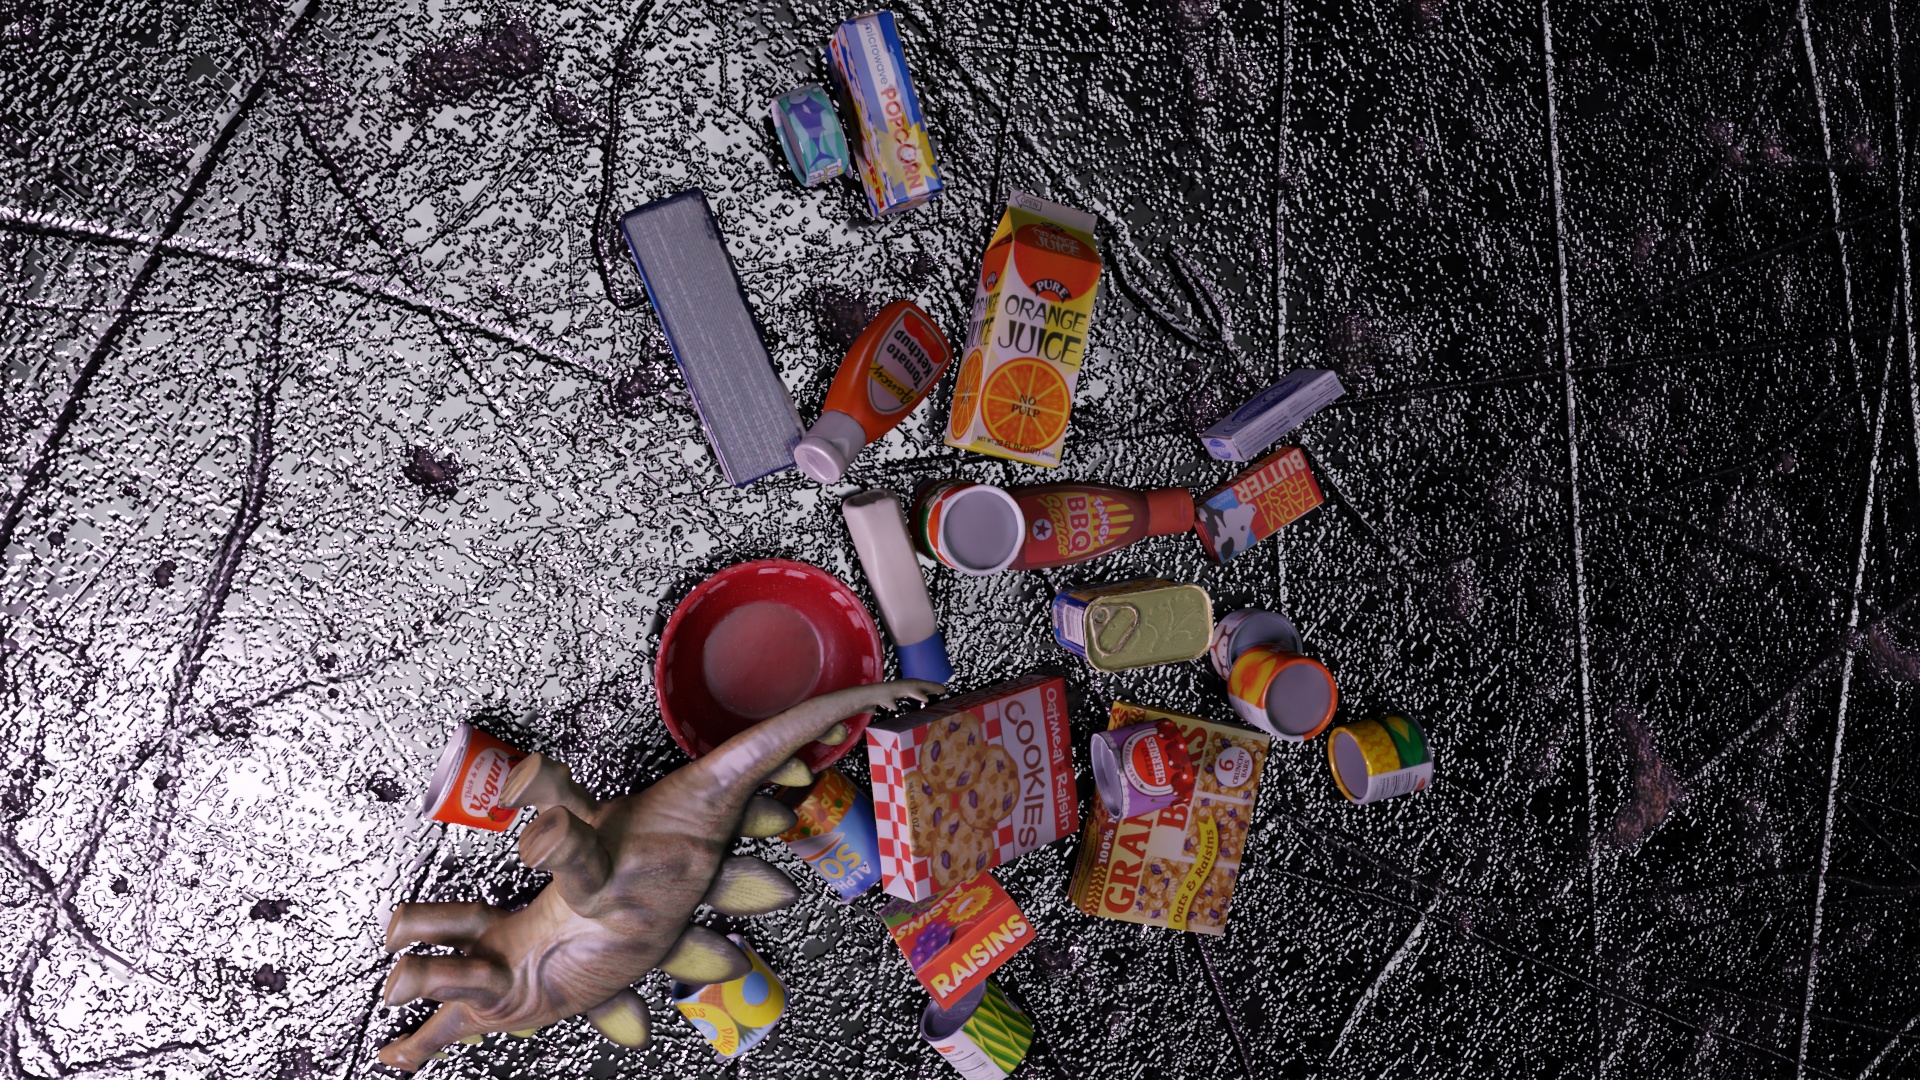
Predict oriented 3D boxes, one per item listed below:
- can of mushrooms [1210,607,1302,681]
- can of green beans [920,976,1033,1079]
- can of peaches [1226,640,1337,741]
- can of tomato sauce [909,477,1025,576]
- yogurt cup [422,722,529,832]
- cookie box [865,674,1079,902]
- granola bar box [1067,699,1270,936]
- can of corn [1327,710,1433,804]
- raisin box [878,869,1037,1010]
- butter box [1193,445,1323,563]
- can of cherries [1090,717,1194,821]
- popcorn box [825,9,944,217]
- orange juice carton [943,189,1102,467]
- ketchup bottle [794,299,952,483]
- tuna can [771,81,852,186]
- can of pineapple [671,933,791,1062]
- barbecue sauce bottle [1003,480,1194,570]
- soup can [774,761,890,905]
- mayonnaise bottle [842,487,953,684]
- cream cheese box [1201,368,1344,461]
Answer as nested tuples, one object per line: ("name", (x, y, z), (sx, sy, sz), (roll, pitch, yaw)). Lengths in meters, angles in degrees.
("can of mushrooms", (0.237, 0.090, 1.115), (0.071, 0.033, 0.071), (-1, 95, -16))
("can of green beans", (0.013, 0.371, 1.057), (0.071, 0.071, 0.057), (-44, 105, -8))
("can of peaches", (0.249, 0.115, 1.072), (0.071, 0.058, 0.071), (-2, 97, -15))
("can of tomato sauce", (0.004, -0.013, 1.015), (0.071, 0.083, 0.071), (-1, 96, -16))
("yogurt cup", (-0.327, 0.165, 0.947), (0.054, 0.072, 0.072), (26, 88, -24))
("cookie box", (0.014, 0.177, 1.021), (0.168, 0.040, 0.122), (-12, 99, -41))
("granola bar box", (0.165, 0.219, 1.101), (0.124, 0.039, 0.165), (13, 91, -15))
("can of corn", (0.341, 0.176, 1.136), (0.058, 0.071, 0.071), (-11, 98, -14))
("raisin box", (-0.004, 0.279, 1.015), (0.086, 0.123, 0.040), (-36, 104, -9))
("butter box", (0.235, -0.029, 1.110), (0.104, 0.024, 0.053), (-30, 102, -11))
("can of cherries", (0.135, 0.169, 1.032), (0.058, 0.071, 0.071), (-11, 98, -11))
("popcorn box", (-0.055, -0.297, 0.975), (0.038, 0.085, 0.126), (-19, 100, -12))
("orange juice carton", (0.049, -0.155, 1.022), (0.072, 0.073, 0.192), (12, 91, -16))
("ketchup bottle", (-0.064, -0.102, 0.978), (0.064, 0.043, 0.149), (49, 53, -22))
("tuna can", (-0.104, -0.281, 0.972), (0.033, 0.071, 0.071), (-24, 101, -11))
("can of pineapple", (-0.166, 0.329, 1.002), (0.071, 0.071, 0.058), (-40, 103, -9))
("barbecue sauce bottle", (0.104, -0.016, 1.064), (0.149, 0.043, 0.064), (-7, 96, -15))
("soup can", (-0.093, 0.211, 1.013), (0.071, 0.071, 0.083), (-46, 104, -7))
("mayonnaise bottle", (-0.044, 0.037, 1.019), (0.041, 0.065, 0.147), (-21, 104, -10))
("cream cheese box", (0.245, -0.100, 1.091), (0.104, 0.053, 0.024), (-34, 105, -10))
